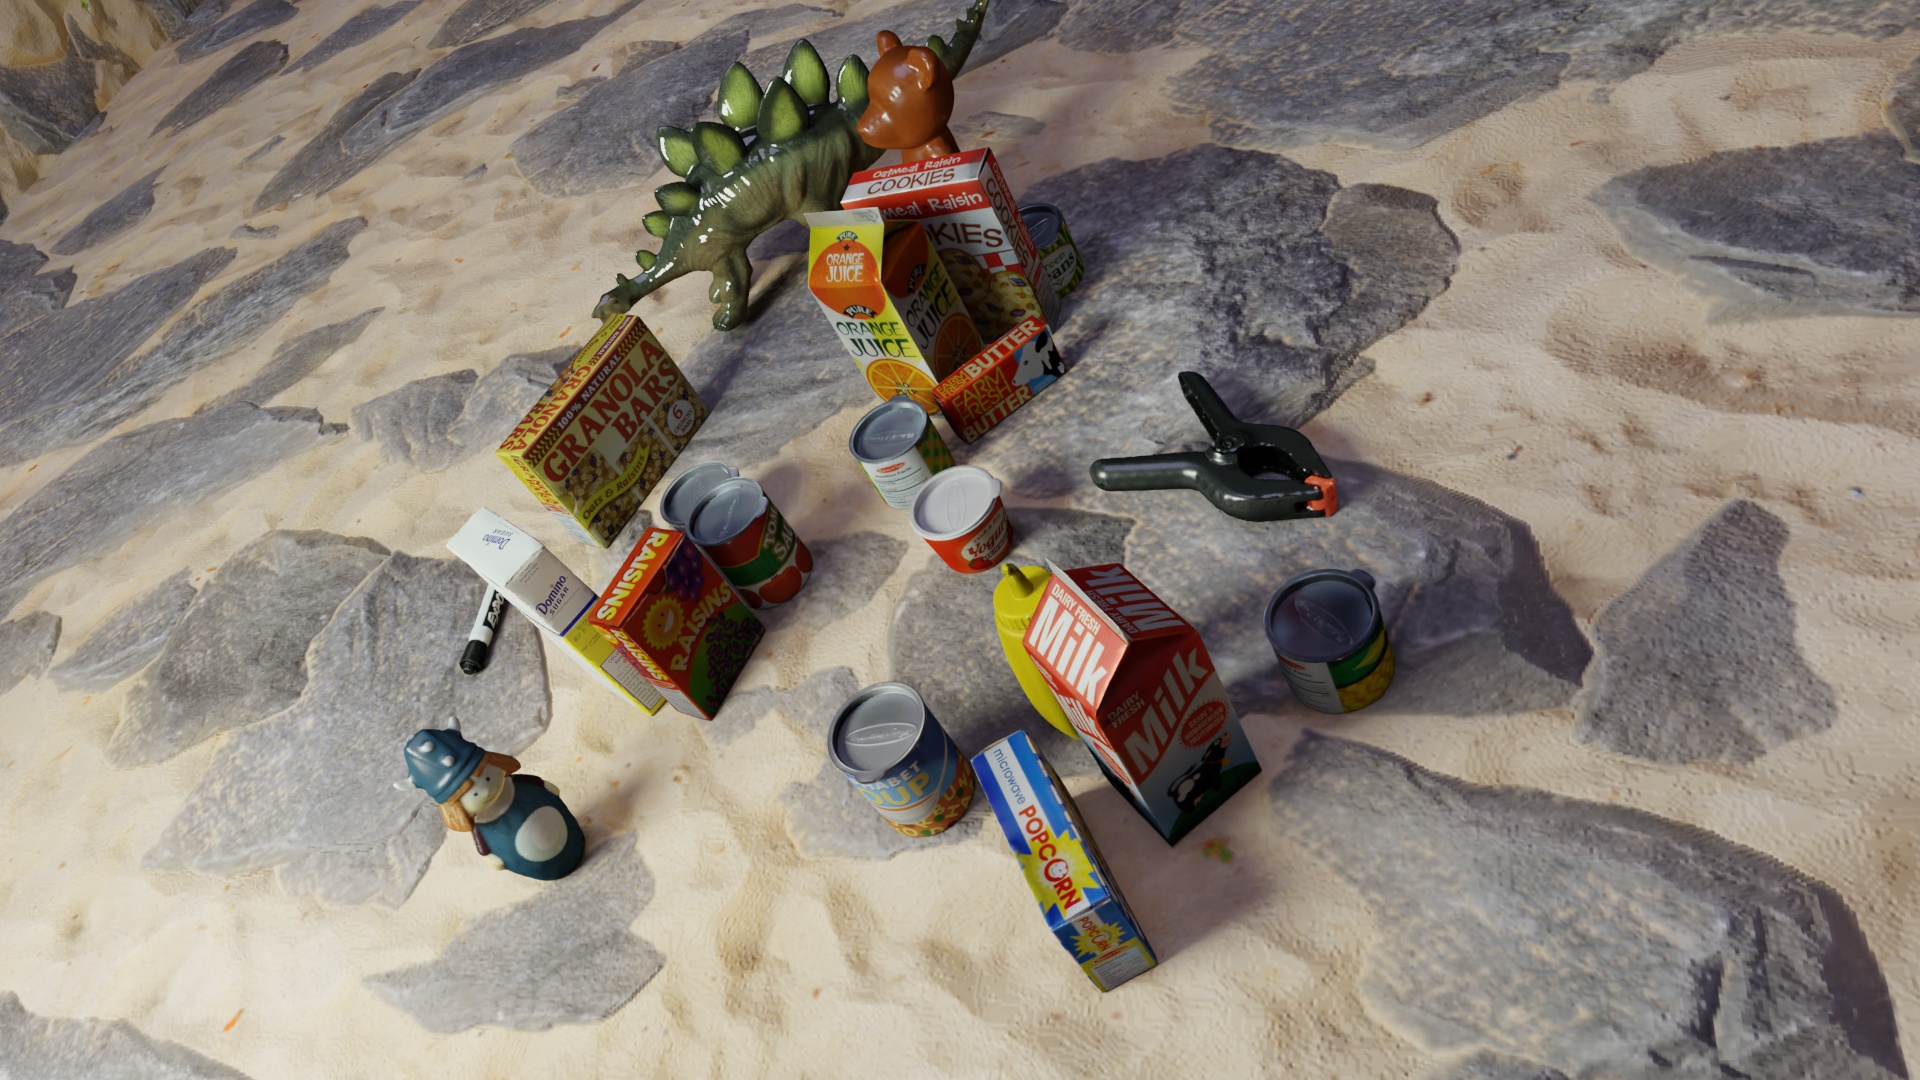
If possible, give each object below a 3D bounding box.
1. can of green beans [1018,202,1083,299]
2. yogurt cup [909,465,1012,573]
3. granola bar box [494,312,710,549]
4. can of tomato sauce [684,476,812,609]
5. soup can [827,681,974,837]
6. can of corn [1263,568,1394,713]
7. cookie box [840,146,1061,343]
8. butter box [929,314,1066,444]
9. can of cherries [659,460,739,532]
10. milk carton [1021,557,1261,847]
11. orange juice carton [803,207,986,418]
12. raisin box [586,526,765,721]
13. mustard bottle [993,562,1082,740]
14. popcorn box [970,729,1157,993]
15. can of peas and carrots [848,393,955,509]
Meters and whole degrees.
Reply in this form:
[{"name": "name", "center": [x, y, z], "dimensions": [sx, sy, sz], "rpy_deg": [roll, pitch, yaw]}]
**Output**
[{"name": "can of green beans", "center": [0.065, -0.242, 1.176], "dimensions": [0.071, 0.057, 0.071], "rpy_deg": [-15, 46, 16]}, {"name": "yogurt cup", "center": [0.004, -0.013, 1.006], "dimensions": [0.072, 0.053, 0.073], "rpy_deg": [-15, 46, 16]}, {"name": "granola bar box", "center": [-0.303, -0.094, 1.196], "dimensions": [0.039, 0.123, 0.166], "rpy_deg": [12, 58, 36]}, {"name": "can of tomato sauce", "center": [-0.159, 0.002, 1.060], "dimensions": [0.071, 0.082, 0.071], "rpy_deg": [-15, 46, 17]}, {"name": "soup can", "center": [-0.036, 0.140, 0.869], "dimensions": [0.071, 0.083, 0.072], "rpy_deg": [-15, 46, 17]}, {"name": "can of corn", "center": [0.221, 0.059, 0.821], "dimensions": [0.071, 0.058, 0.071], "rpy_deg": [-15, 46, 16]}, {"name": "cookie box", "center": [-0.005, -0.232, 1.126], "dimensions": [0.123, 0.166, 0.040], "rpy_deg": [-3, 51, 27]}, {"name": "butter box", "center": [0.031, -0.126, 1.094], "dimensions": [0.103, 0.053, 0.024], "rpy_deg": [-37, 44, -6]}, {"name": "can of cherries", "center": [-0.197, -0.022, 1.120], "dimensions": [0.071, 0.058, 0.072], "rpy_deg": [-15, 46, 16]}, {"name": "milk carton", "center": [0.097, 0.083, 0.771], "dimensions": [0.073, 0.189, 0.072], "rpy_deg": [-39, 44, -7]}, {"name": "orange juice carton", "center": [-0.053, -0.185, 1.092], "dimensions": [0.072, 0.192, 0.073], "rpy_deg": [6, 55, 33]}, {"name": "raisin box", "center": [-0.202, 0.061, 1.003], "dimensions": [0.040, 0.123, 0.086], "rpy_deg": [9, 57, 34]}, {"name": "mustard bottle", "center": [0.056, 0.058, 0.837], "dimensions": [0.065, 0.159, 0.049], "rpy_deg": [-41, 44, -10]}, {"name": "popcorn box", "center": [0.057, 0.179, 0.783], "dimensions": [0.038, 0.085, 0.127], "rpy_deg": [-30, 44, 2]}, {"name": "can of peas and carrots", "center": [-0.044, -0.068, 1.079], "dimensions": [0.071, 0.058, 0.071], "rpy_deg": [-15, 46, 16]}]
